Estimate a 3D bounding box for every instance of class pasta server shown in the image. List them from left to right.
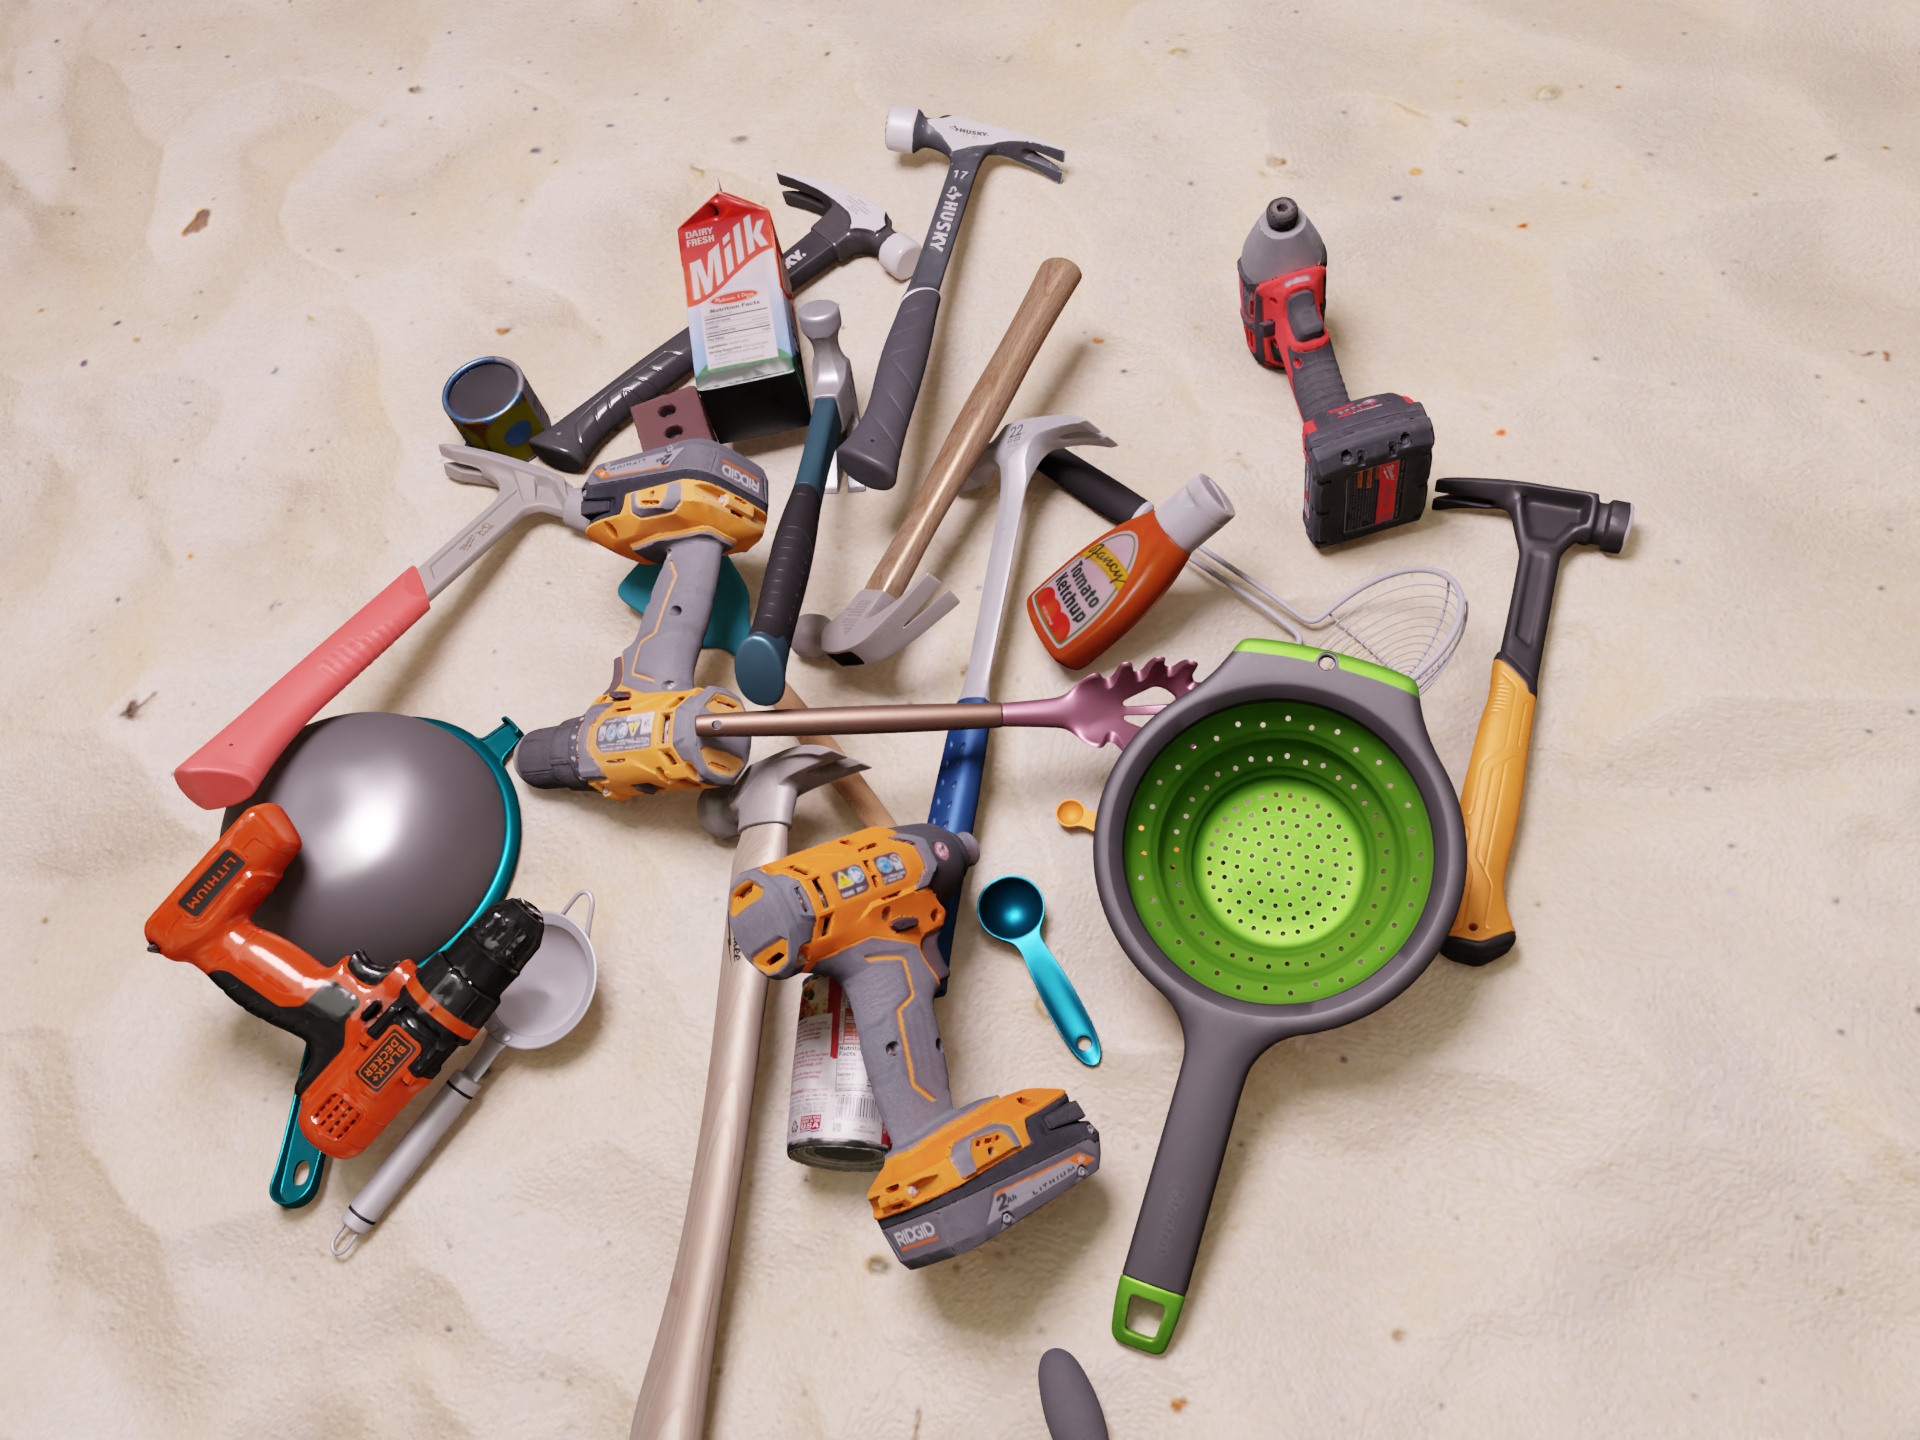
[{"bbox_3d":[-0.002,-0.003,0.961,0.316,0.040,0.060,-2,87,-4],"label":"pasta server"}]

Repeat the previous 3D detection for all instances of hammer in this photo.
[{"bbox_3d":[-0.401,-0.073,1.091,0.149,0.036,0.359,18,47,17],"label":"hammer"},{"bbox_3d":[-0.199,-0.309,1.250,0.335,0.035,0.146,-41,64,-13],"label":"hammer"},{"bbox_3d":[-0.129,0.212,0.917,0.146,0.038,0.411,-21,55,46],"label":"hammer"},{"bbox_3d":[-0.105,-0.139,1.052,0.033,0.128,0.331,-2,44,9],"label":"hammer"},{"bbox_3d":[-0.021,-0.323,1.183,0.149,0.036,0.409,10,54,4],"label":"hammer"},{"bbox_3d":[0.000,-0.180,1.087,0.130,0.031,0.331,9,66,53],"label":"hammer"},{"bbox_3d":[0.014,-0.022,1.030,0.144,0.035,0.406,-13,58,44],"label":"hammer"},{"bbox_3d":[0.334,-0.008,0.994,0.127,0.034,0.337,12,64,15],"label":"hammer"}]

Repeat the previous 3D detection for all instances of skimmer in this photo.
[{"bbox_3d":[0.163,-0.120,1.051,0.363,0.090,0.127,38,80,26],"label":"skimmer"}]

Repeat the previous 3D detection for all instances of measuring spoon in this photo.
[{"bbox_3d":[0.051,0.154,0.968,0.042,0.021,0.129,-26,70,-6],"label":"measuring spoon"},{"bbox_3d":[0.114,0.076,1.001,0.117,0.011,0.021,20,66,15],"label":"measuring spoon"}]

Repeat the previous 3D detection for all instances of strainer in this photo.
[{"bbox_3d":[-0.406,0.127,1.011,0.211,0.095,0.341,-3,60,8],"label":"strainer"},{"bbox_3d":[-0.300,0.216,0.977,0.087,0.050,0.258,31,76,25],"label":"strainer"}]

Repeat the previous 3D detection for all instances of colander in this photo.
[{"bbox_3d":[0.160,0.156,0.914,0.204,0.094,0.397,15,83,15],"label":"colander"}]

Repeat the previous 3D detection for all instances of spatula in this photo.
[{"bbox_3d":[-0.123,-0.017,1.058,0.082,0.044,0.318,-43,55,2],"label":"spatula"}]

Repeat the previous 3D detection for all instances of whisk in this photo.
[{"bbox_3d":[0.092,0.449,0.777,0.070,0.070,0.285,-21,55,-2],"label":"whisk"}]

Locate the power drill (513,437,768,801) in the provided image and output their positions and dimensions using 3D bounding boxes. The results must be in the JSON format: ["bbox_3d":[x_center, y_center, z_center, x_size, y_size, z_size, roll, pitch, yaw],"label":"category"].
[{"bbox_3d":[-0.215,-0.058,1.056,0.185,0.084,0.226,-8,71,34],"label":"power drill"}]

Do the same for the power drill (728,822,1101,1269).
[{"bbox_3d":[-0.015,0.164,0.883,0.164,0.084,0.226,-17,76,-42],"label":"power drill"}]

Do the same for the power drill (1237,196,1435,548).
[{"bbox_3d":[0.243,-0.241,1.076,0.078,0.143,0.220,-16,62,3],"label":"power drill"}]
